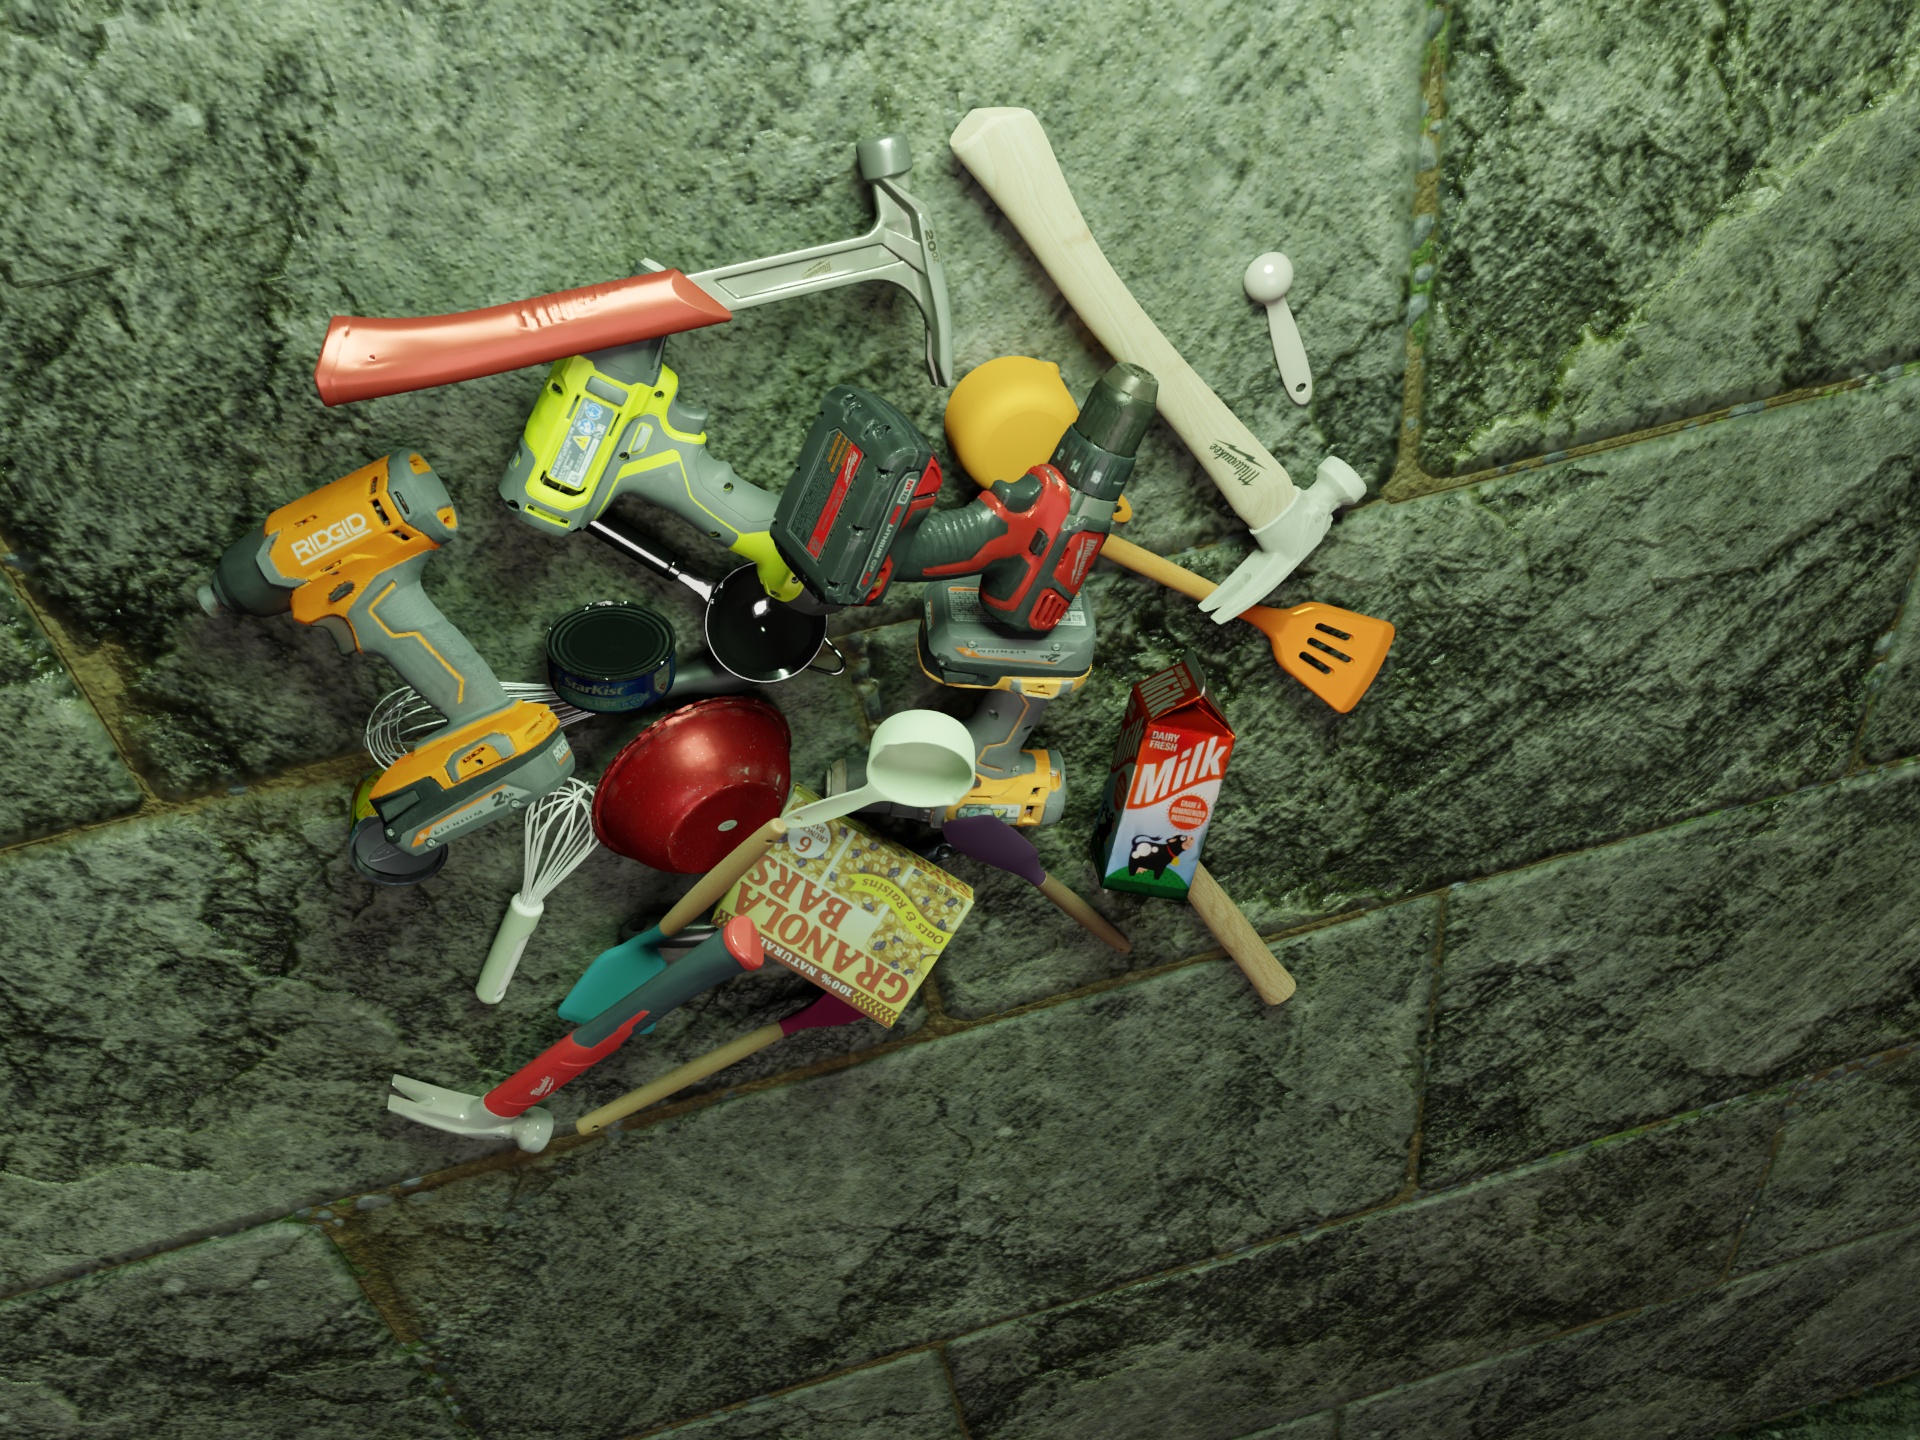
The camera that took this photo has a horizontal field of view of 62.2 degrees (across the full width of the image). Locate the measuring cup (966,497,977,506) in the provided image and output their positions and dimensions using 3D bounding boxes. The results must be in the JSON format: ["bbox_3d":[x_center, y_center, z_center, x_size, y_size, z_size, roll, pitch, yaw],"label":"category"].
[{"bbox_3d":[0.039,-0.108,1.150,0.062,0.029,0.156,-17,144,7],"label":"measuring cup"}]

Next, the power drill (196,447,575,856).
[{"bbox_3d":[-0.360,-0.034,0.995,0.164,0.084,0.226,-25,103,3],"label":"power drill"}]

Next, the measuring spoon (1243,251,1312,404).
[{"bbox_3d":[0.223,-0.262,1.083,0.034,0.018,0.124,-26,132,4],"label":"measuring spoon"}]

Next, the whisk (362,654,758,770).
[{"bbox_3d":[-0.266,-0.013,1.103,0.284,0.070,0.070,-12,131,-15],"label":"whisk"}]

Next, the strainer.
[{"bbox_3d":[-0.187,-0.101,1.067,0.258,0.050,0.087,31,92,-29],"label":"strainer"}]

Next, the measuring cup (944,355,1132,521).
[{"bbox_3d":[0.066,-0.172,1.081,0.173,0.052,0.095,34,112,-34],"label":"measuring cup"}]

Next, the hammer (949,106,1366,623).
[{"bbox_3d":[0.121,-0.230,1.051,0.146,0.038,0.410,-45,126,4],"label":"hammer"}]

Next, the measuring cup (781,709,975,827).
[{"bbox_3d":[-0.063,0.039,1.142,0.167,0.038,0.083,-22,135,31],"label":"measuring cup"}]

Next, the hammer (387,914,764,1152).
[{"bbox_3d":[-0.296,0.244,1.246,0.143,0.038,0.386,28,131,-33],"label":"hammer"}]

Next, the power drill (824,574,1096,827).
[{"bbox_3d":[-0.002,-0.004,1.173,0.185,0.084,0.226,1,137,-9],"label":"power drill"}]

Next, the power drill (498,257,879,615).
[{"bbox_3d":[-0.151,-0.170,0.995,0.223,0.080,0.171,21,108,-27],"label":"power drill"}]

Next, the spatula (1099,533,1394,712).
[{"bbox_3d":[0.189,-0.094,1.193,0.322,0.041,0.081,21,104,-29],"label":"spatula"}]

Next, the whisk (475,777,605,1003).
[{"bbox_3d":[-0.326,0.134,1.210,0.059,0.058,0.246,33,123,2],"label":"whisk"}]

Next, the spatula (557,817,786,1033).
[{"bbox_3d":[-0.207,0.155,1.191,0.082,0.044,0.317,18,142,-27],"label":"spatula"}]

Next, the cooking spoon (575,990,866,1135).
[{"bbox_3d":[-0.176,0.273,1.352,0.319,0.017,0.068,-25,136,-14],"label":"cooking spoon"}]

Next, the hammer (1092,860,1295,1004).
[{"bbox_3d":[0.223,0.165,1.422,0.130,0.031,0.331,-32,131,9],"label":"hammer"}]

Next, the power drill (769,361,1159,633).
[{"bbox_3d":[0.015,-0.145,0.978,0.226,0.080,0.187,2,125,-43],"label":"power drill"}]

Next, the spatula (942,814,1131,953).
[{"bbox_3d":[0.074,0.140,1.322,0.060,0.018,0.315,-12,149,26],"label":"spatula"}]

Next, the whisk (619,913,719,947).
[{"bbox_3d":[-0.154,0.171,1.280,0.239,0.055,0.055,0,128,-5],"label":"whisk"}]

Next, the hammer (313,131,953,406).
[{"bbox_3d":[-0.180,-0.225,0.907,0.359,0.037,0.149,-17,110,-15],"label":"hammer"}]
